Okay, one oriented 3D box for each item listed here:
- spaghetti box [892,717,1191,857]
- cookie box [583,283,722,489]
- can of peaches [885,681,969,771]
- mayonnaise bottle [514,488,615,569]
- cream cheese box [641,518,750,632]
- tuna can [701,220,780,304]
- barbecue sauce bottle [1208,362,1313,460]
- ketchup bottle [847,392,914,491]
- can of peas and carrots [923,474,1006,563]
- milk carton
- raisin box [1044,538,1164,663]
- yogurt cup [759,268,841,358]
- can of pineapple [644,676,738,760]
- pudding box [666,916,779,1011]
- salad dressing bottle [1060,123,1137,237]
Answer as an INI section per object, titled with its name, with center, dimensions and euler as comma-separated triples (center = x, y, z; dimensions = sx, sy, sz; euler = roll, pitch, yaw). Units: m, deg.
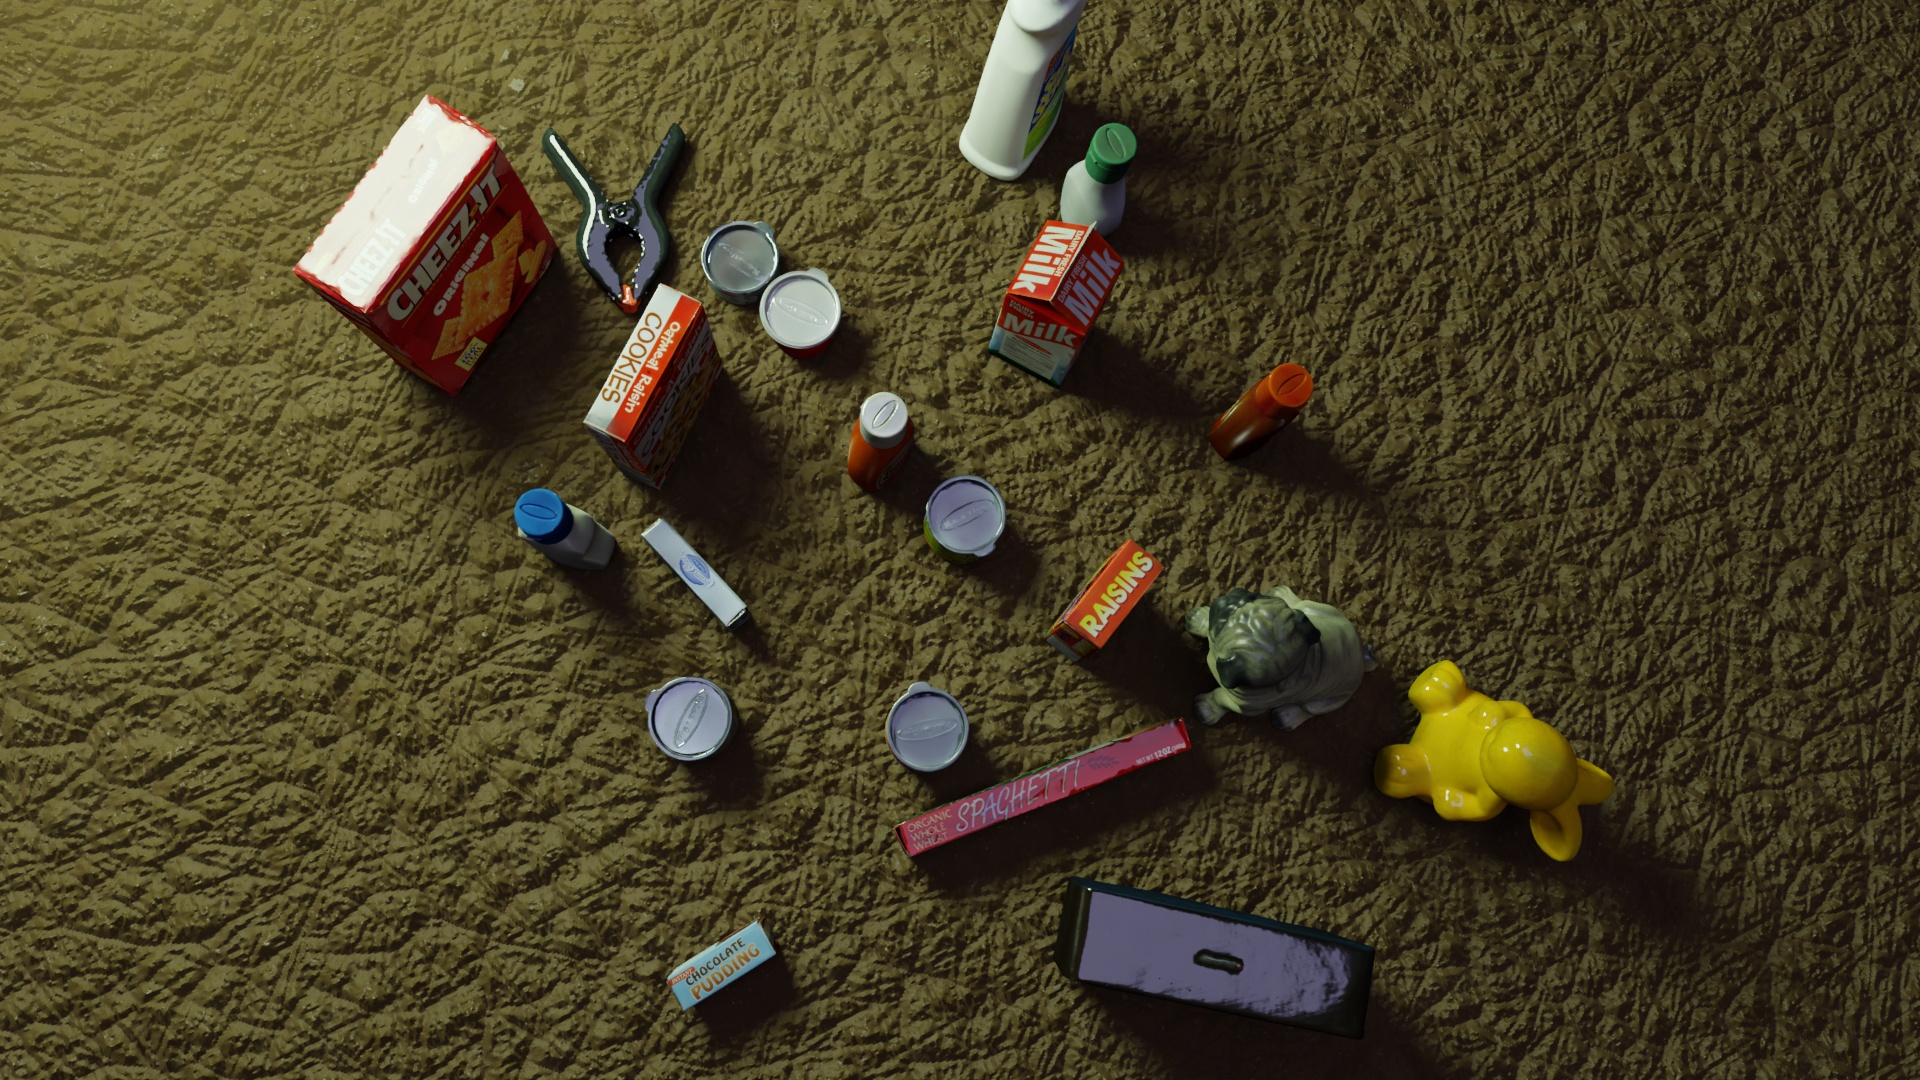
[spaghetti box]
center = 0.066, 0.200, 1.131
dimensions = 0.250, 0.050, 0.029
euler = -20, 82, -8
[cookie box]
center = -0.239, -0.118, 1.107
dimensions = 0.040, 0.167, 0.123
euler = 25, 79, 0
[can of peaches]
center = -0.028, 0.152, 1.129
dimensions = 0.071, 0.058, 0.071
euler = 1, 80, -4
[mayonnaise bottle]
center = -0.314, -0.009, 1.091
dimensions = 0.065, 0.148, 0.041
euler = 15, 79, -1
[cream cheese box]
center = -0.216, 0.029, 1.140
dimensions = 0.024, 0.053, 0.104
euler = -43, 85, -10
[tuna can]
center = -0.188, -0.242, 1.203
dimensions = 0.071, 0.032, 0.071
euler = 1, 80, -4
[barbecue sauce bottle]
center = 0.253, -0.108, 1.153
dimensions = 0.065, 0.148, 0.043
euler = -34, 84, -9
[ketchup bottle]
center = -0.064, -0.083, 1.124
dimensions = 0.043, 0.148, 0.065
euler = 38, 80, 3
[can of peas and carrots]
center = 0.004, -0.015, 1.162
dimensions = 0.071, 0.058, 0.071
euler = 1, 80, -4
[milk carton]
center = 0.078, -0.196, 1.134
dimensions = 0.073, 0.190, 0.072
euler = 28, 79, 1
[raisin box]
center = 0.114, 0.051, 1.126
dimensions = 0.040, 0.123, 0.086
euler = 40, 80, 3
[yogurt cup]
center = -0.136, -0.189, 1.186
dimensions = 0.072, 0.054, 0.072
euler = 1, 80, -4
[can of pineapple]
center = -0.215, 0.143, 1.116
dimensions = 0.071, 0.057, 0.071
euler = 1, 80, -4
[pudding box]
center = -0.185, 0.330, 1.088
dimensions = 0.084, 0.049, 0.030
euler = -30, 84, -9
[salad dressing bottle]
center = 0.118, -0.304, 1.179
dimensions = 0.044, 0.147, 0.064
euler = -24, 83, -8
